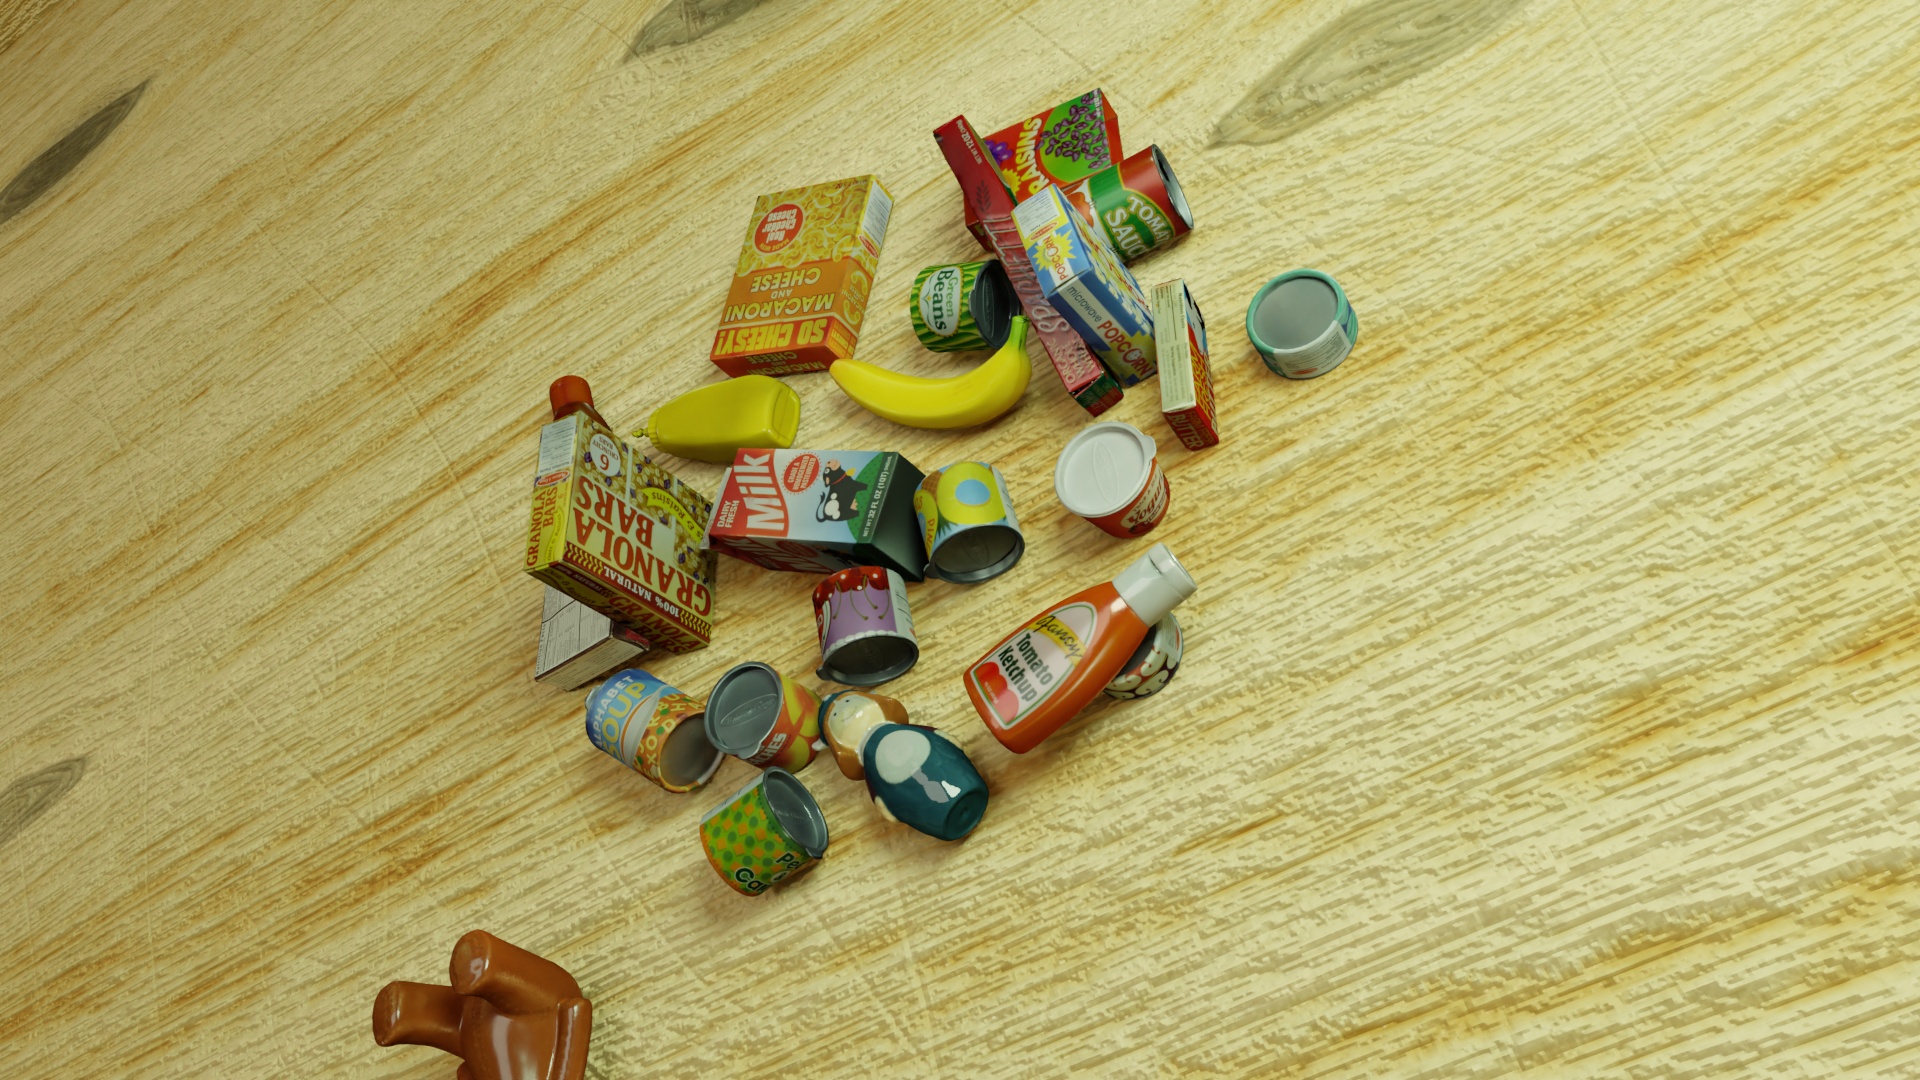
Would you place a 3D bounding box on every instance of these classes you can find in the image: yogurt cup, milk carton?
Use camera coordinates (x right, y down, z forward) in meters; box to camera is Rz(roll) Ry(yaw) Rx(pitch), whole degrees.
[{"bbox_3d":[0.102,-0.036,0.906,0.072,0.054,0.073,-15,59,26],"label":"yogurt cup"},{"bbox_3d":[-0.113,-0.020,1.019,0.190,0.073,0.072,4,69,34],"label":"milk carton"}]

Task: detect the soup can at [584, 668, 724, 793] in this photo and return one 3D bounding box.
[{"bbox_3d":[-0.222,0.137,1.006,0.084,0.071,0.071,20,78,38],"label":"soup can"}]

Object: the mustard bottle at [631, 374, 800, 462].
[{"bbox_3d":[-0.205,-0.095,1.133,0.160,0.048,0.065,-3,64,32],"label":"mustard bottle"}]

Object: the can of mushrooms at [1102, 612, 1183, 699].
[{"bbox_3d":[0.100,0.065,0.867,0.071,0.033,0.071,-14,60,27],"label":"can of mushrooms"}]

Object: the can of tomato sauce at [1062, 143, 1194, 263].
[{"bbox_3d":[0.116,-0.233,0.994,0.083,0.071,0.071,-24,56,21],"label":"can of tomato sauce"}]

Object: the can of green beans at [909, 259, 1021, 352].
[{"bbox_3d":[0.004,-0.174,1.032,0.058,0.071,0.071,1,67,33],"label":"can of green beans"}]

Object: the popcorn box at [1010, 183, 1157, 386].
[{"bbox_3d":[0.090,-0.171,0.939,0.038,0.126,0.085,-32,53,18],"label":"popcorn box"}]

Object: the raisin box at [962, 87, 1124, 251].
[{"bbox_3d":[0.063,-0.285,1.072,0.123,0.040,0.086,-17,59,22],"label":"raisin box"}]

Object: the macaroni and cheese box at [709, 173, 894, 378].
[{"bbox_3d":[-0.131,-0.218,1.157,0.123,0.040,0.167,-2,64,31],"label":"macaroni and cheese box"}]

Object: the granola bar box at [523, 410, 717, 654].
[{"bbox_3d":[-0.246,-0.003,1.034,0.039,0.165,0.125,-17,58,24],"label":"granola bar box"}]

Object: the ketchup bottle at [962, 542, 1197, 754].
[{"bbox_3d":[0.074,0.061,0.835,0.148,0.043,0.065,-40,51,10],"label":"ketchup bottle"}]

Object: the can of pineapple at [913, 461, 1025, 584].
[{"bbox_3d":[0.003,-0.012,0.946,0.071,0.071,0.058,-29,53,17],"label":"can of pineapple"}]

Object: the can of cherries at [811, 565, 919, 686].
[{"bbox_3d":[-0.068,0.059,0.952,0.071,0.071,0.058,-26,54,18],"label":"can of cherries"}]

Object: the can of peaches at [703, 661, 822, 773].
[{"bbox_3d":[-0.134,0.127,0.965,0.071,0.058,0.071,-14,59,25],"label":"can of peaches"}]

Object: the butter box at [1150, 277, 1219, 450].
[{"bbox_3d":[0.148,-0.117,0.920,0.024,0.053,0.104,-14,60,23],"label":"butter box"}]

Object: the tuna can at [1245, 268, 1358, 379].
[{"bbox_3d":[0.220,-0.143,0.902,0.071,0.032,0.071,-14,60,25],"label":"tuna can"}]

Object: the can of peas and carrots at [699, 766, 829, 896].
[{"bbox_3d":[-0.129,0.195,0.921,0.058,0.071,0.071,-36,52,12],"label":"can of peas and carrots"}]

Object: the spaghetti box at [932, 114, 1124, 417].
[{"bbox_3d":[0.047,-0.200,0.997,0.028,0.050,0.251,-31,66,14],"label":"spaghetti box"}]

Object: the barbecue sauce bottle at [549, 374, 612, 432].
[{"bbox_3d":[-0.329,-0.083,1.207,0.065,0.043,0.149,-34,52,13],"label":"barbecue sauce bottle"}]
